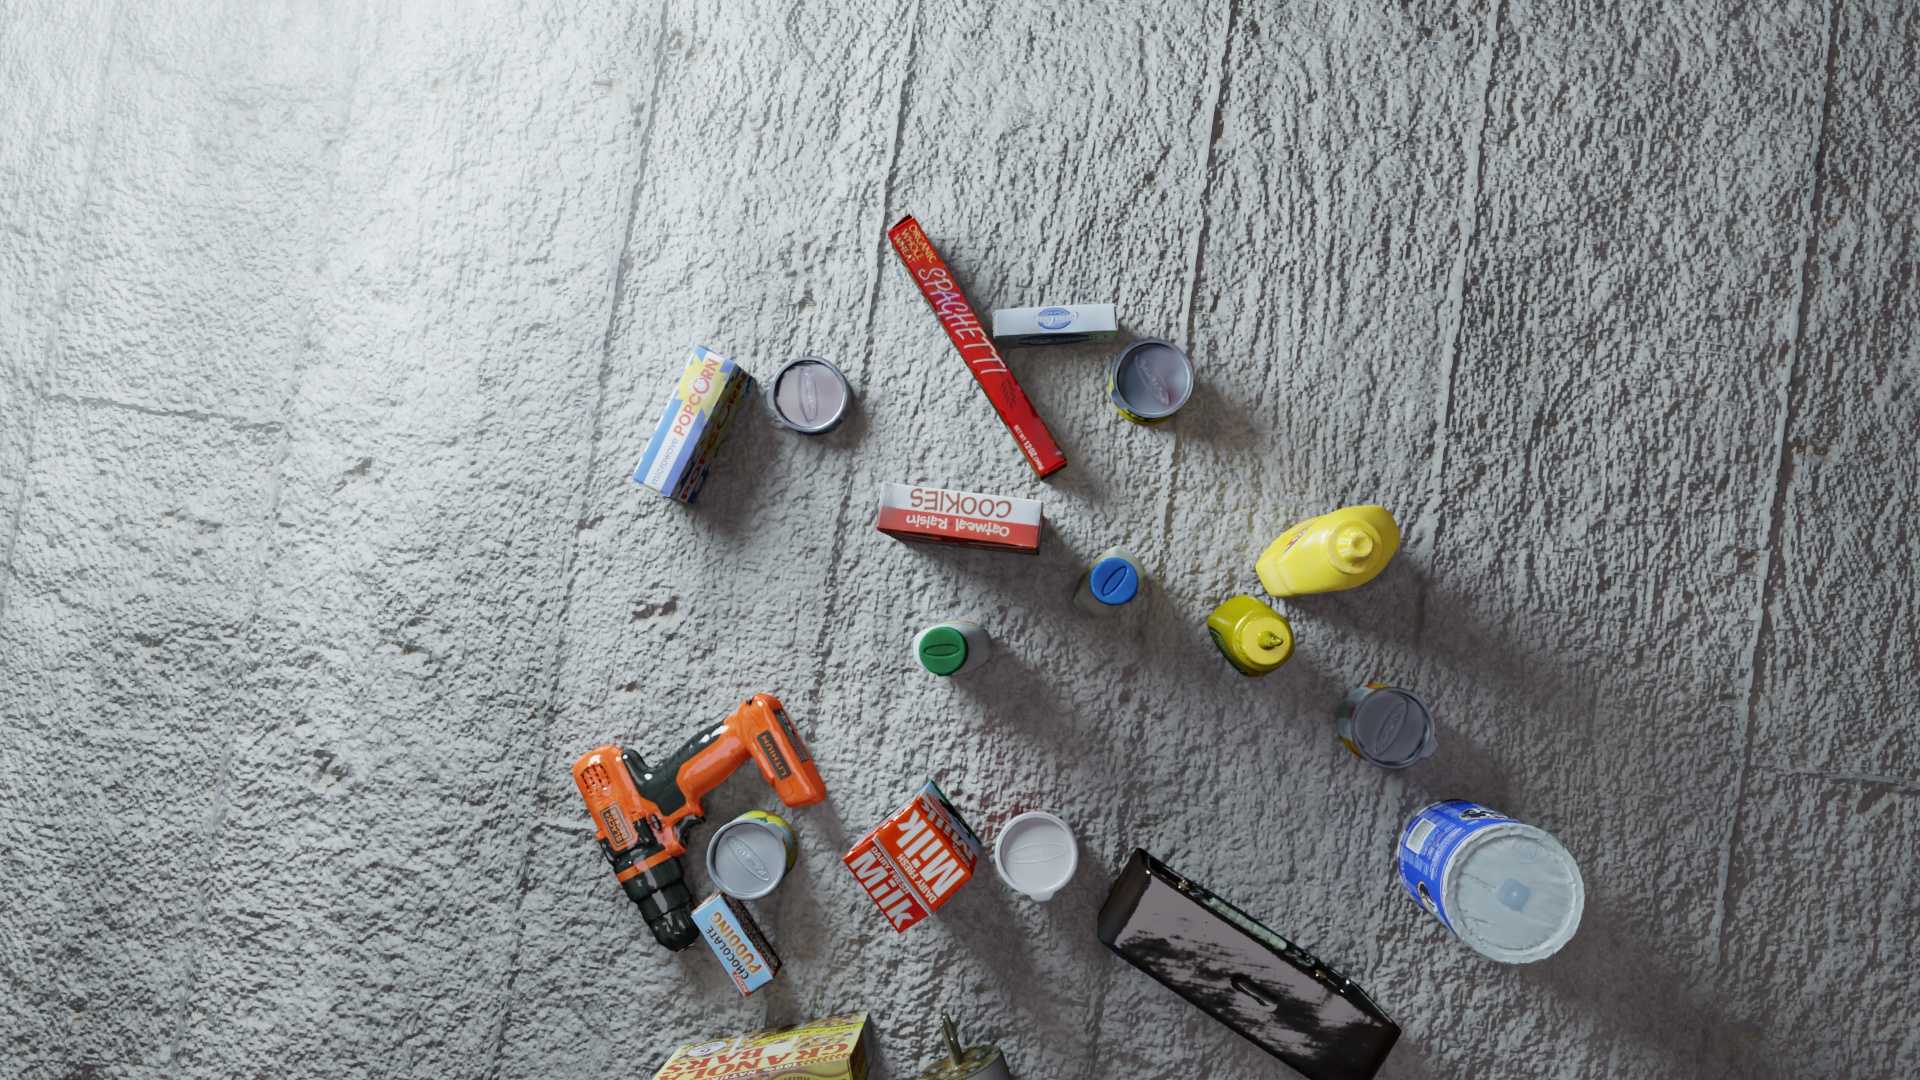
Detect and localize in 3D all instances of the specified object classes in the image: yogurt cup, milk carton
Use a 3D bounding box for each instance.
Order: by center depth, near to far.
[{"bbox_3d":[-0.036,0.247,1.087,0.073,0.190,0.072,-39,86,1],"label":"milk carton"},{"bbox_3d":[0.063,0.255,1.150,0.072,0.054,0.072,0,87,3],"label":"yogurt cup"}]

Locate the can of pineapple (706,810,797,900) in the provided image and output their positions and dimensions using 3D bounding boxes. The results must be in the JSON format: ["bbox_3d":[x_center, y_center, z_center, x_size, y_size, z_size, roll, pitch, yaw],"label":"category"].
[{"bbox_3d":[-0.171,0.261,1.160,0.071,0.058,0.071,0,87,3],"label":"can of pineapple"}]

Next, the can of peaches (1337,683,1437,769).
[{"bbox_3d":[0.349,0.153,1.138,0.071,0.058,0.071,0,87,3],"label":"can of peaches"}]

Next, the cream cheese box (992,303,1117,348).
[{"bbox_3d":[0.080,-0.181,1.175,0.104,0.053,0.024,-3,87,3],"label":"cream cheese box"}]

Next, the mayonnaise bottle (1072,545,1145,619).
[{"bbox_3d":[0.120,0.033,1.113,0.041,0.148,0.065,39,90,4],"label":"mayonnaise bottle"}]

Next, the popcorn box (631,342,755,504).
[{"bbox_3d":[-0.224,-0.096,1.170,0.038,0.085,0.126,26,89,4],"label":"popcorn box"}]

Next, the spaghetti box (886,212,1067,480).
[{"bbox_3d":[0.014,-0.163,1.179,0.029,0.050,0.250,-32,86,1],"label":"spaghetti box"}]

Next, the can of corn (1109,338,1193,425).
[{"bbox_3d":[0.157,-0.130,1.165,0.071,0.058,0.071,0,87,3],"label":"can of corn"}]

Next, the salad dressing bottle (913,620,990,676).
[{"bbox_3d":[-0.009,0.087,1.117,0.064,0.147,0.044,-4,87,3],"label":"salad dressing bottle"}]

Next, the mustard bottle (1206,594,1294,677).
[{"bbox_3d":[0.233,0.077,1.098,0.049,0.160,0.065,-35,86,1],"label":"mustard bottle"}]

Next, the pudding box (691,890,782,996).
[{"bbox_3d":[-0.187,0.334,1.161,0.030,0.049,0.084,-34,86,1],"label":"pudding box"}]

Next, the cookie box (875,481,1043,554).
[{"bbox_3d":[0.004,-0.014,1.112,0.123,0.167,0.040,6,88,4],"label":"cookie box"}]

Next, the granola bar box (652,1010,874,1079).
[{"bbox_3d":[-0.158,0.429,1.116,0.165,0.124,0.039,-11,87,2],"label":"granola bar box"}]

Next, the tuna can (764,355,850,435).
[{"bbox_3d":[-0.130,-0.123,1.193,0.071,0.033,0.071,0,87,3],"label":"tuna can"}]
